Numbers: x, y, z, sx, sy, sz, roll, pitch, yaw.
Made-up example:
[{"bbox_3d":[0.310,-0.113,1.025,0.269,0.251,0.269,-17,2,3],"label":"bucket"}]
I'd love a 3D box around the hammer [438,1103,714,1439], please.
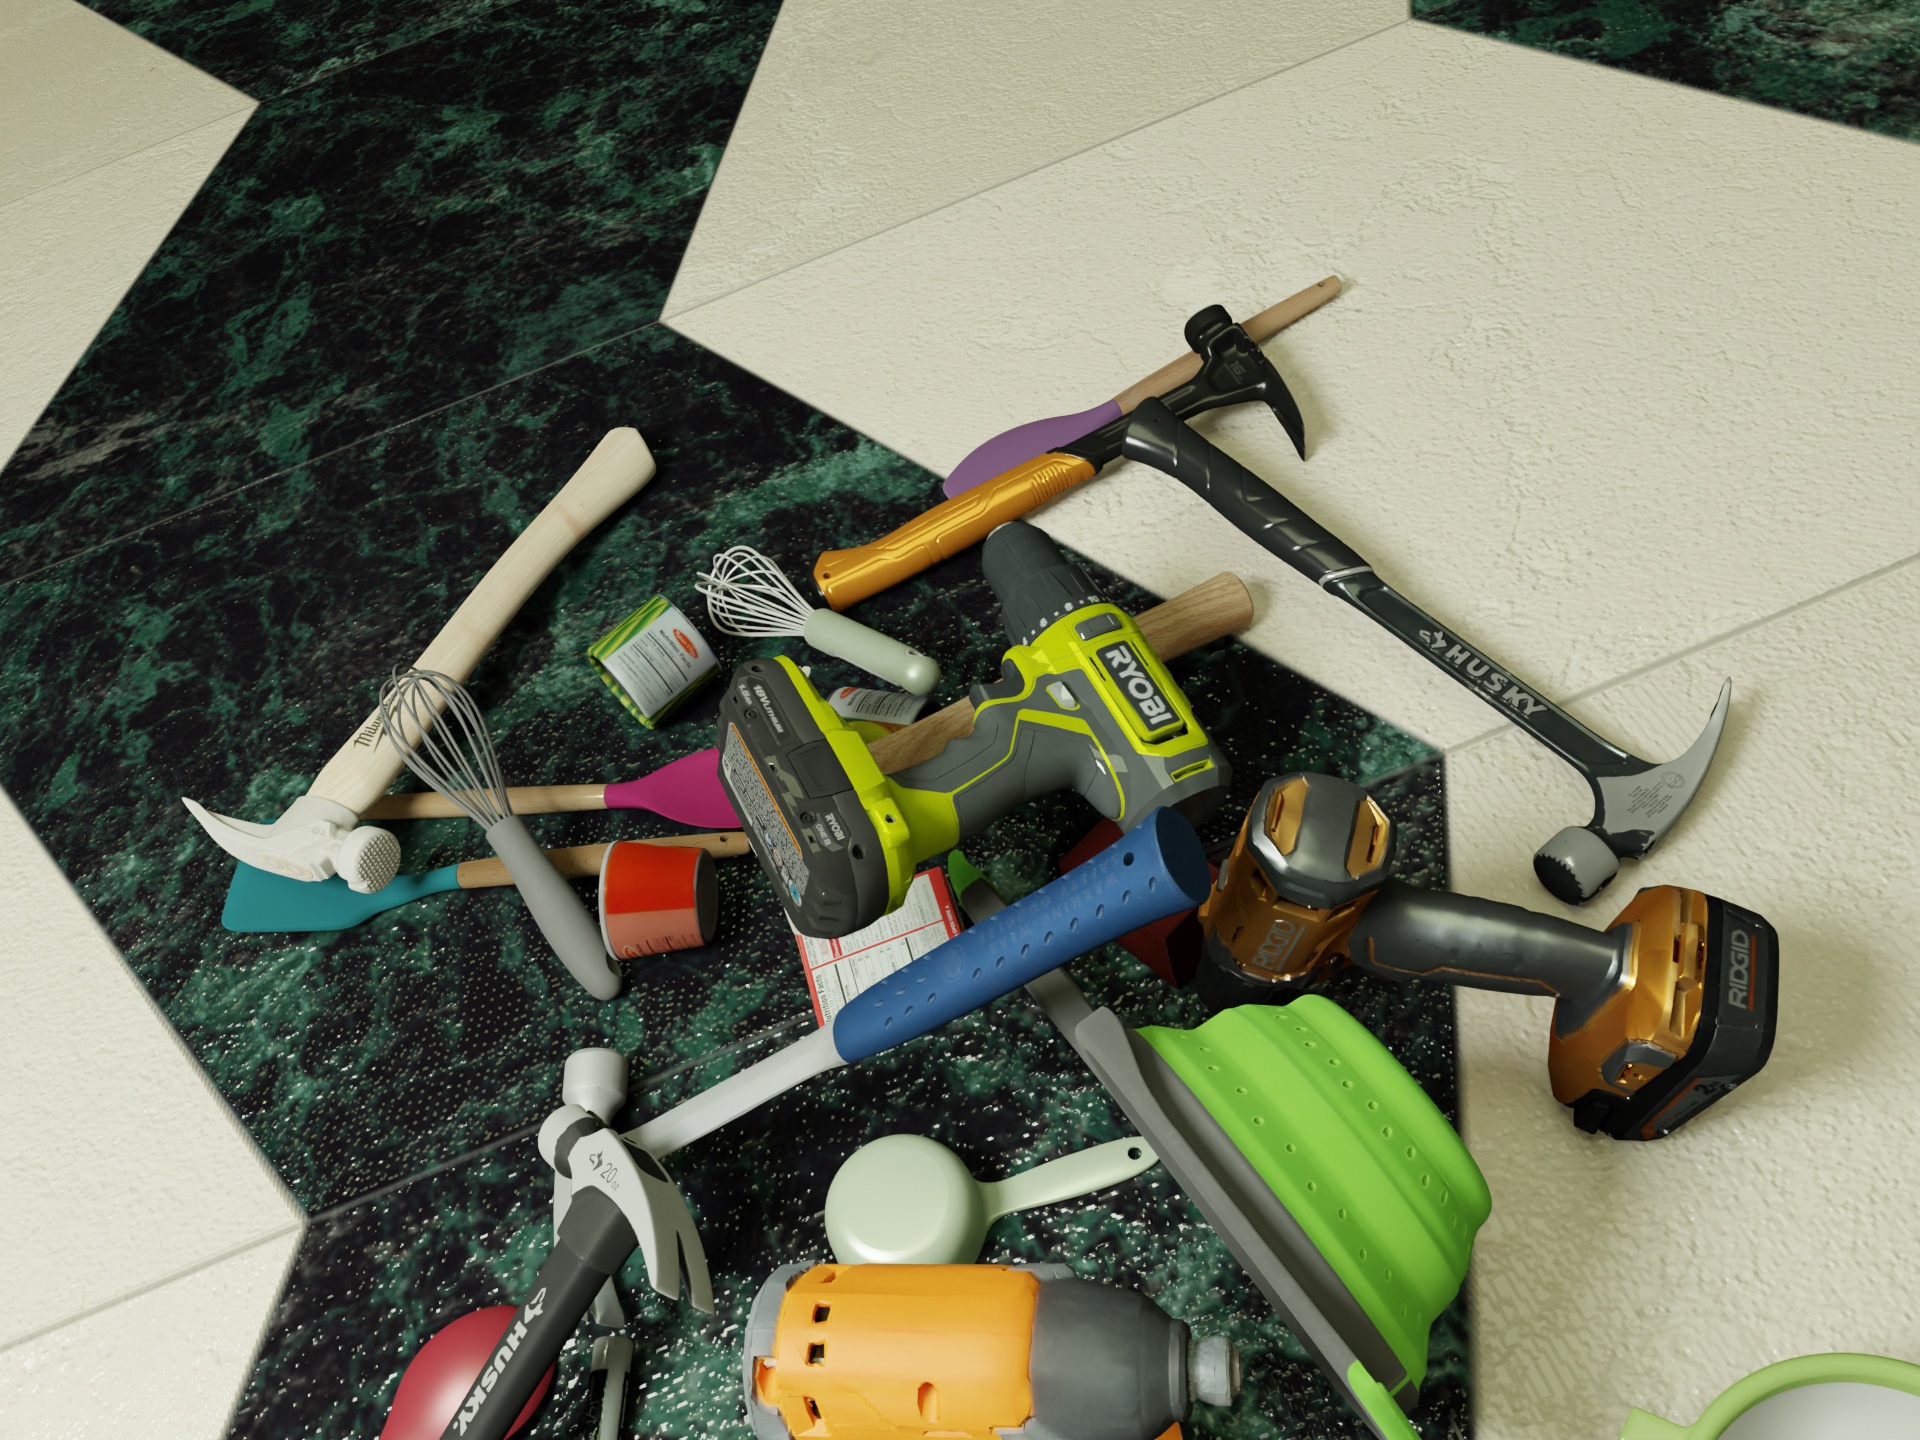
[{"bbox_3d":[-0.226,0.340,0.689,0.146,0.035,0.335,17,71,52],"label":"hammer"}]

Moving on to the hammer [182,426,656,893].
[{"bbox_3d":[-0.332,-0.063,1.061,0.146,0.038,0.411,11,50,21],"label":"hammer"}]

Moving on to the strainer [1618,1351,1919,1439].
[{"bbox_3d":[0.337,0.354,0.539,0.151,0.069,0.257,-12,51,5],"label":"strainer"}]

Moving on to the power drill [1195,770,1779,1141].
[{"bbox_3d":[0.219,0.115,0.722,0.226,0.185,0.084,18,58,5],"label":"power drill"}]

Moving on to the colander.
[{"bbox_3d":[0.109,0.144,0.706,0.094,0.204,0.398,-37,36,-5],"label":"colander"}]

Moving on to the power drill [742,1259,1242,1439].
[{"bbox_3d":[0.030,0.265,0.597,0.164,0.226,0.084,-4,52,14],"label":"power drill"}]

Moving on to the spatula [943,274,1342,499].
[{"bbox_3d":[0.128,-0.228,1.094,0.316,0.018,0.060,-30,55,-7],"label":"spatula"}]

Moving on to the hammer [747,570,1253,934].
[{"bbox_3d":[0.027,-0.011,0.889,0.331,0.130,0.031,-26,10,-22],"label":"hammer"}]

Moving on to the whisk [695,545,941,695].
[{"bbox_3d":[-0.091,-0.058,0.980,0.247,0.057,0.059,26,102,47],"label":"whisk"}]

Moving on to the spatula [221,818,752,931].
[{"bbox_3d":[-0.280,0.085,0.952,0.317,0.044,0.082,-7,48,10],"label":"spatula"}]

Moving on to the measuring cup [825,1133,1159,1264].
[{"bbox_3d":[0.015,0.222,0.759,0.167,0.038,0.083,-17,50,1],"label":"measuring cup"}]

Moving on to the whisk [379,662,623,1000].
[{"bbox_3d":[-0.264,0.062,0.918,0.055,0.055,0.239,-35,76,-11],"label":"whisk"}]

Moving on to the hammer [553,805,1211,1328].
[{"bbox_3d":[-0.058,0.151,0.714,0.405,0.035,0.144,-33,44,31],"label":"hammer"}]

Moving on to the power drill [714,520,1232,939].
[{"bbox_3d":[-0.001,-0.003,0.795,0.228,0.080,0.191,-19,63,-24],"label":"power drill"}]

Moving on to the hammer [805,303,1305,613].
[{"bbox_3d":[0.056,-0.152,1.038,0.337,0.034,0.127,-28,61,-2],"label":"hammer"}]

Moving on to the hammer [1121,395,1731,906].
[{"bbox_3d":[0.239,-0.074,0.904,0.149,0.036,0.409,-36,57,-15],"label":"hammer"}]

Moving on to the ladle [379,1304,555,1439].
[{"bbox_3d":[-0.312,0.398,0.728,0.069,0.031,0.315,32,69,32],"label":"ladle"}]

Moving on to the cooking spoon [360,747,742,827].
[{"bbox_3d":[-0.241,0.048,0.986,0.319,0.017,0.069,-3,44,14],"label":"cooking spoon"}]
